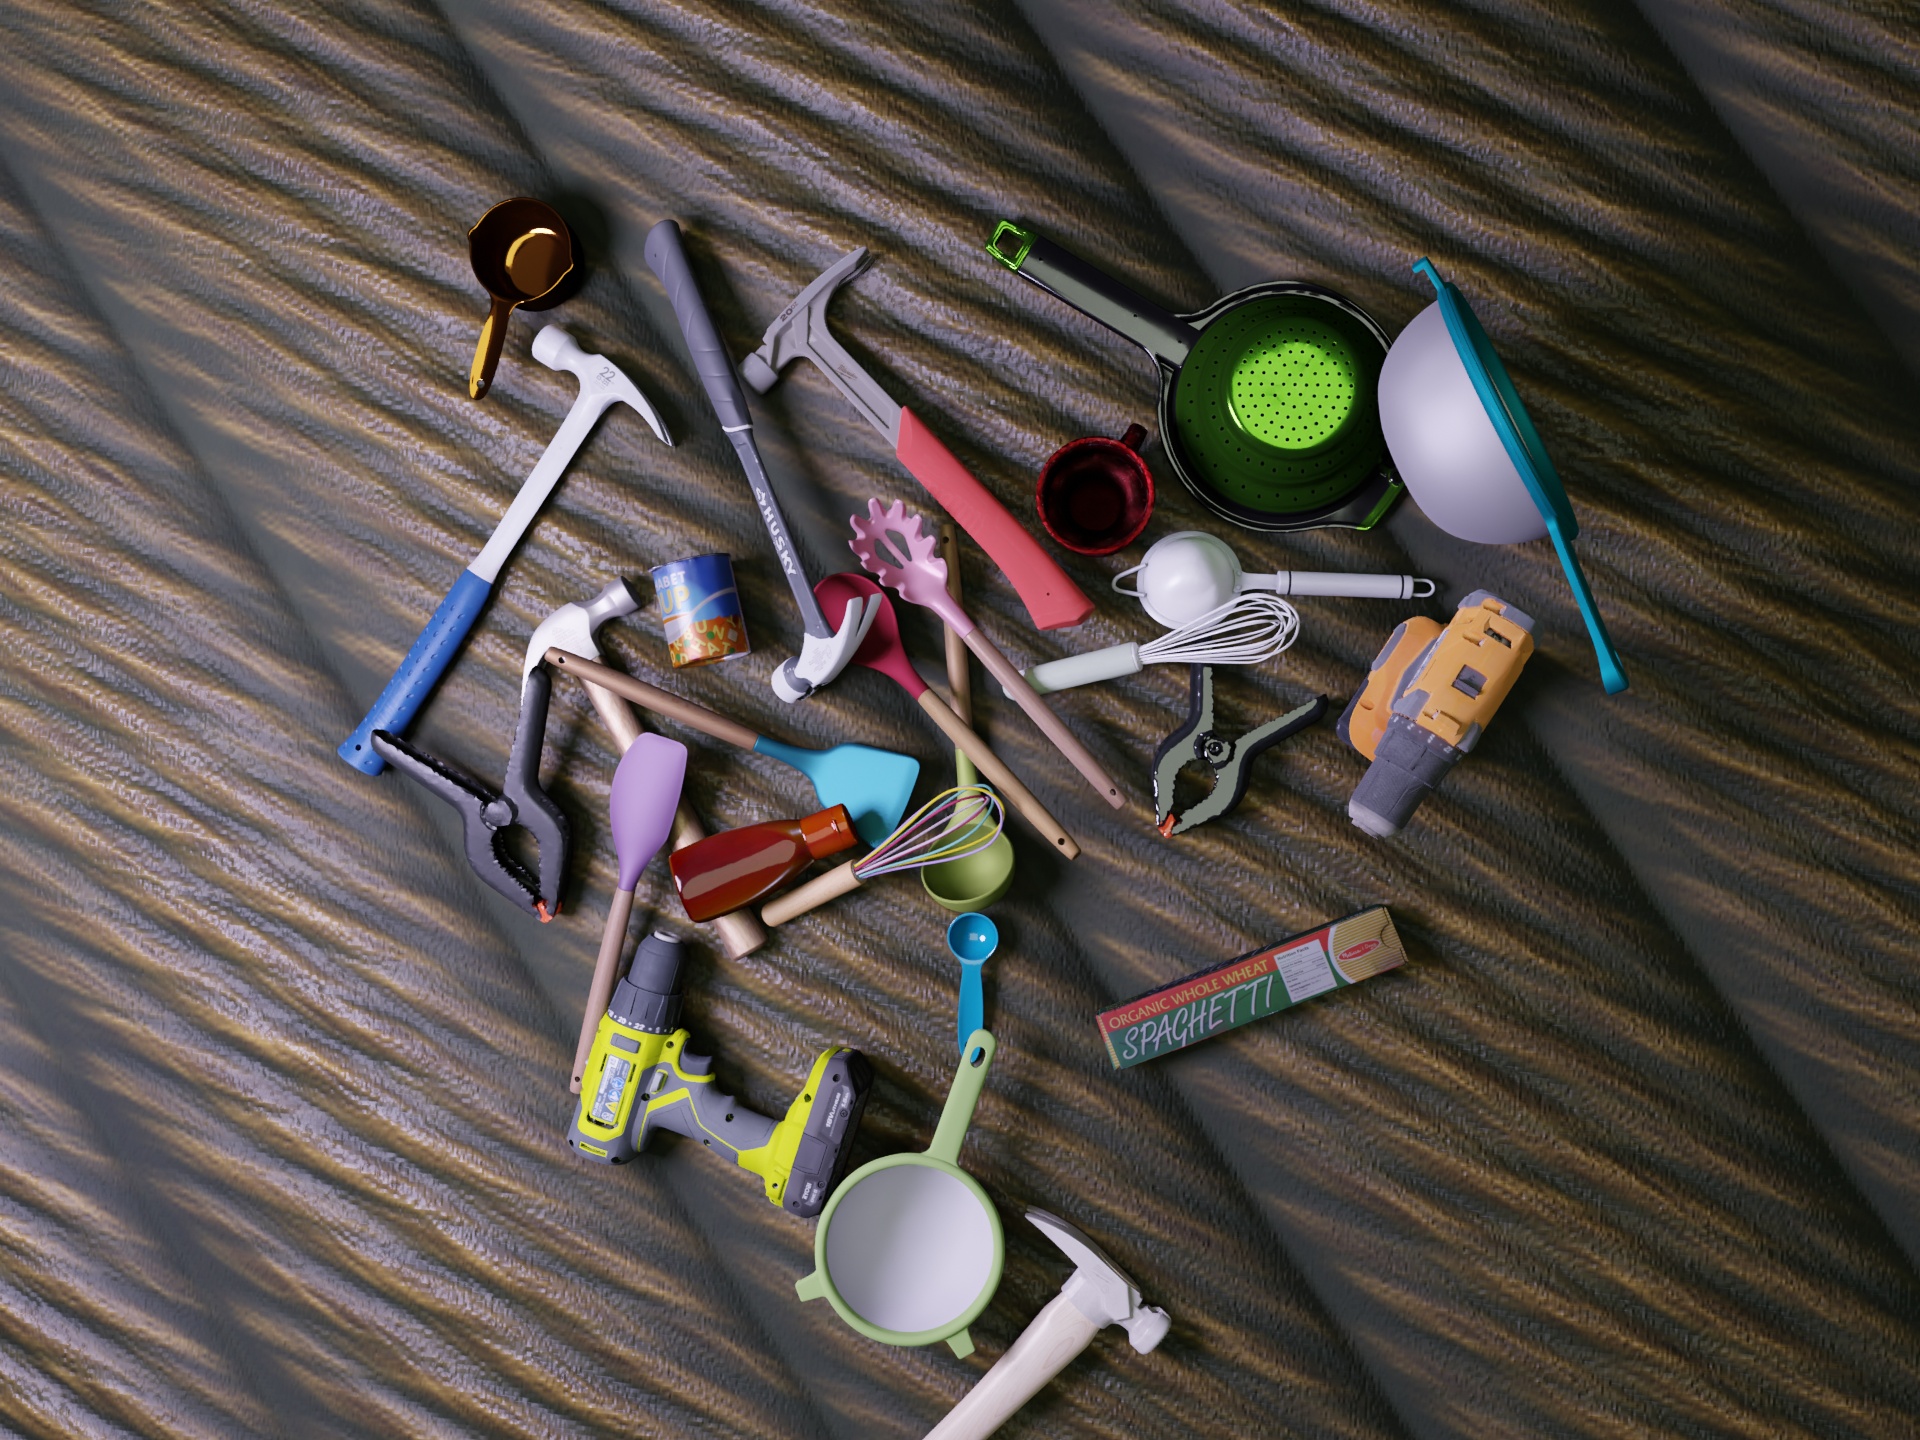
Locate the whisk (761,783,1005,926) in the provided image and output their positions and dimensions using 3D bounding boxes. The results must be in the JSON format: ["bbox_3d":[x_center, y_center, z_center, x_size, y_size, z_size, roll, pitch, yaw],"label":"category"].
[{"bbox_3d":[-0.067,0.109,1.275,0.245,0.047,0.051,-28,54,27],"label":"whisk"}]

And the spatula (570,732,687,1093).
[{"bbox_3d":[-0.286,0.163,1.322,0.060,0.018,0.316,16,99,11],"label":"spatula"}]

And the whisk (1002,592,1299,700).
[{"bbox_3d":[0.149,-0.053,1.273,0.246,0.058,0.059,-14,124,19],"label":"whisk"}]

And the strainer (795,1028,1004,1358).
[{"bbox_3d":[-0.023,0.370,1.289,0.151,0.069,0.256,20,86,-1],"label":"strainer"}]

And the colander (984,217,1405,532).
[{"bbox_3d":[0.190,-0.298,1.263,0.397,0.094,0.204,32,92,5],"label":"colander"}]

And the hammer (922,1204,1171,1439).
[{"bbox_3d":[-0.018,0.587,1.300,0.146,0.038,0.410,42,93,6],"label":"hammer"}]

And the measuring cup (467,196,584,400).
[{"bbox_3d":[-0.375,-0.350,1.343,0.095,0.052,0.173,18,93,6],"label":"measuring cup"}]

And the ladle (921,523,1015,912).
[{"bbox_3d":[-0.002,-0.004,1.299,0.078,0.062,0.320,-6,86,15],"label":"ladle"}]

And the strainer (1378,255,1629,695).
[{"bbox_3d":[0.382,-0.155,1.155,0.095,0.210,0.341,-26,60,26],"label":"strainer"}]

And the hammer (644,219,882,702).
[{"bbox_3d":[-0.174,-0.225,1.300,0.036,0.149,0.409,-15,79,-38],"label":"hammer"}]

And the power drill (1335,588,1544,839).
[{"bbox_3d":[0.338,0.000,1.177,0.084,0.226,0.185,32,92,5],"label":"power drill"}]

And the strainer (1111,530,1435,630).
[{"bbox_3d":[0.253,-0.114,1.284,0.258,0.050,0.087,2,75,2],"label":"strainer"}]

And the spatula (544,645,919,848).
[{"bbox_3d":[-0.191,0.007,1.305,0.317,0.044,0.082,23,96,-7],"label":"spatula"}]

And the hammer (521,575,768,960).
[{"bbox_3d":[-0.258,0.052,1.334,0.130,0.031,0.331,-30,87,4],"label":"hammer"}]

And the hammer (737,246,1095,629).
[{"bbox_3d":[-0.016,-0.217,1.300,0.149,0.036,0.359,-44,81,4],"label":"hammer"}]

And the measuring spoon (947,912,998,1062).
[{"bbox_3d":[0.010,0.219,1.316,0.042,0.021,0.128,2,98,5],"label":"measuring spoon"}]

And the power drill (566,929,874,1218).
[{"bbox_3d":[-0.194,0.292,1.303,0.228,0.080,0.190,18,92,8],"label":"power drill"}]

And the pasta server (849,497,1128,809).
[{"bbox_3d":[0.026,-0.051,1.276,0.060,0.040,0.316,-41,86,-3],"label":"pasta server"}]

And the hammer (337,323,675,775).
[{"bbox_3d":[-0.397,-0.128,1.349,0.144,0.035,0.405,34,92,5],"label":"hammer"}]

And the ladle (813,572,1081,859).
[{"bbox_3d":[-0.012,-0.004,1.273,0.069,0.031,0.316,-48,68,13],"label":"ladle"}]
